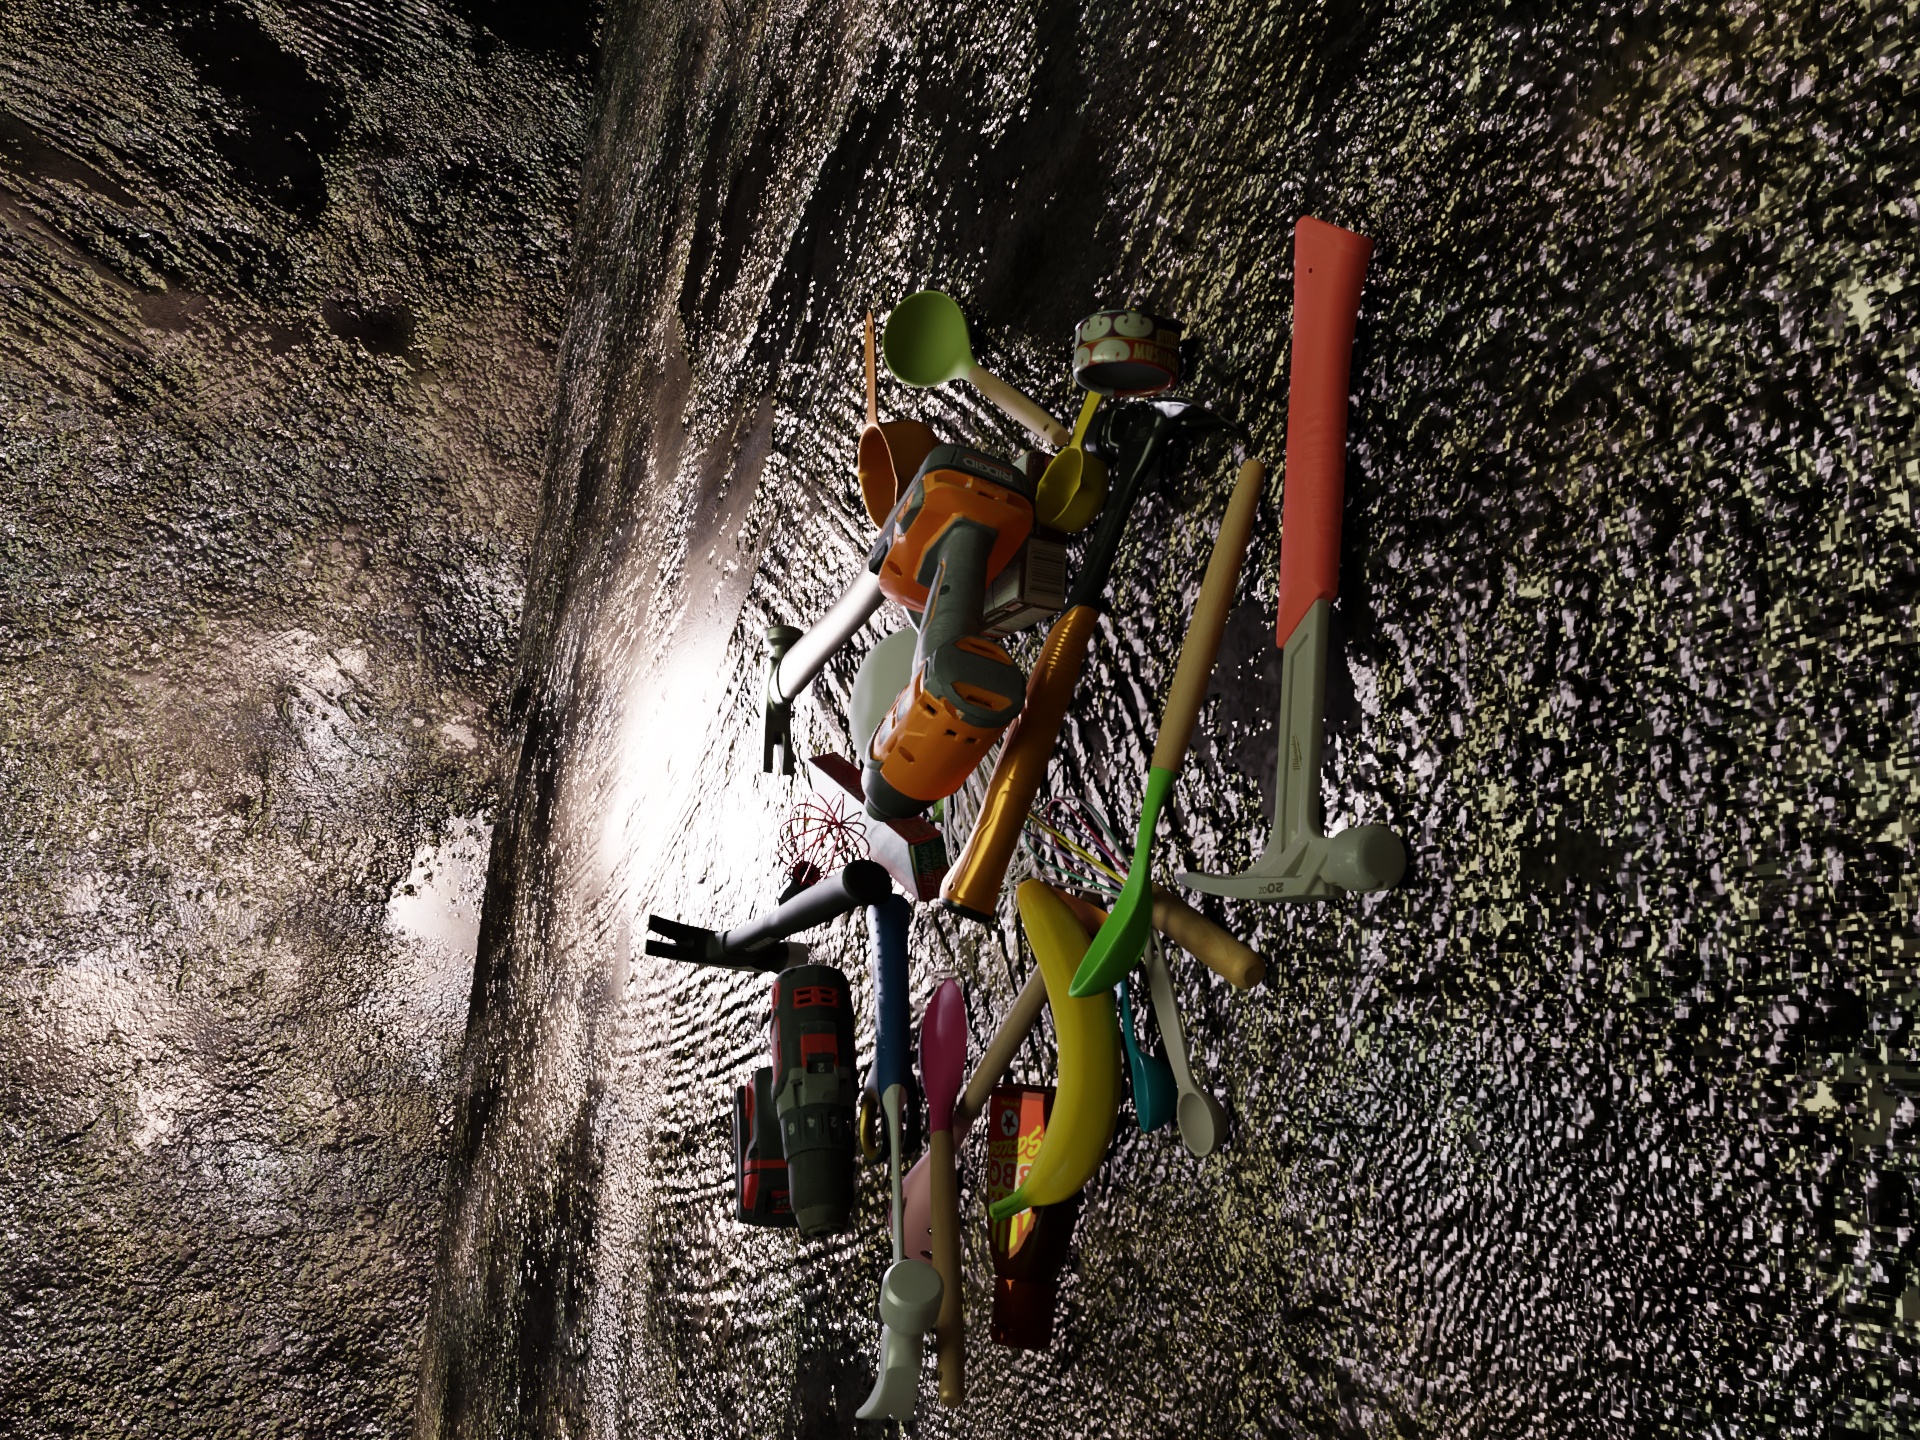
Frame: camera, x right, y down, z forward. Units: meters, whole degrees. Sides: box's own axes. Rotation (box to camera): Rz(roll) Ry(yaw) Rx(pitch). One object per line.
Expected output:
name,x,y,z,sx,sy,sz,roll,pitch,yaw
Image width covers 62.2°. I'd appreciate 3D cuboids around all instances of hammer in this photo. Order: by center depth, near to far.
hammer,0.176,-0.086,0.824,0.149,0.036,0.359,-15,68,62
hammer,0.066,-0.037,0.960,0.127,0.034,0.337,11,79,65
hammer,-0.045,0.262,1.050,0.406,0.035,0.144,-96,13,-57
hammer,-0.140,0.156,1.246,0.334,0.146,0.035,147,131,-59
hammer,-0.104,-0.073,1.352,0.410,0.038,0.146,141,132,-62

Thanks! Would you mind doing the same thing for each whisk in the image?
whisk,0.100,0.095,0.918,0.245,0.051,0.047,33,146,58
whisk,-0.003,-0.003,1.101,0.070,0.070,0.285,-54,43,43
whisk,-0.124,0.122,1.299,0.295,0.073,0.073,123,150,-67

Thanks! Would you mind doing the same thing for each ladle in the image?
ladle,0.010,-0.257,1.185,0.078,0.062,0.320,-58,27,13

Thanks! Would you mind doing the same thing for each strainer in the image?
strainer,-0.031,-0.061,1.203,0.152,0.069,0.256,42,120,61

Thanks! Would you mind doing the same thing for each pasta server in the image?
pasta server,0.022,0.237,1.039,0.316,0.040,0.060,-63,30,23

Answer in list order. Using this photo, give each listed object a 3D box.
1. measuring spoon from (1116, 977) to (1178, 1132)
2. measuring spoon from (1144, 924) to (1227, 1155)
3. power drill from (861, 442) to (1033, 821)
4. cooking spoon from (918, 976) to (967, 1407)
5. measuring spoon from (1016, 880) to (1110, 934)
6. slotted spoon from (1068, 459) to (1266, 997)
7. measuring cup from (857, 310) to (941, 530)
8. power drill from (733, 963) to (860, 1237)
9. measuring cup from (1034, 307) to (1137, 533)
measuring spoon,0.105,0.174,0.901,0.129,0.021,0.042,-96,5,-48
measuring spoon,0.120,0.168,0.845,0.034,0.018,0.124,132,130,-58
power drill,-0.017,-0.049,1.025,0.164,0.084,0.227,128,154,-46
cooking spoon,-0.011,0.280,0.994,0.068,0.017,0.319,-60,19,29
measuring spoon,0.073,0.117,0.964,0.117,0.011,0.021,15,94,52
slotted spoon,0.119,0.003,0.867,0.070,0.031,0.314,119,169,-81
measuring cup,-0.047,-0.240,1.276,0.095,0.052,0.173,-152,56,-64
power drill,-0.116,0.306,1.169,0.226,0.080,0.188,110,157,-54
measuring cup,0.095,-0.197,1.058,0.062,0.029,0.156,20,87,66
